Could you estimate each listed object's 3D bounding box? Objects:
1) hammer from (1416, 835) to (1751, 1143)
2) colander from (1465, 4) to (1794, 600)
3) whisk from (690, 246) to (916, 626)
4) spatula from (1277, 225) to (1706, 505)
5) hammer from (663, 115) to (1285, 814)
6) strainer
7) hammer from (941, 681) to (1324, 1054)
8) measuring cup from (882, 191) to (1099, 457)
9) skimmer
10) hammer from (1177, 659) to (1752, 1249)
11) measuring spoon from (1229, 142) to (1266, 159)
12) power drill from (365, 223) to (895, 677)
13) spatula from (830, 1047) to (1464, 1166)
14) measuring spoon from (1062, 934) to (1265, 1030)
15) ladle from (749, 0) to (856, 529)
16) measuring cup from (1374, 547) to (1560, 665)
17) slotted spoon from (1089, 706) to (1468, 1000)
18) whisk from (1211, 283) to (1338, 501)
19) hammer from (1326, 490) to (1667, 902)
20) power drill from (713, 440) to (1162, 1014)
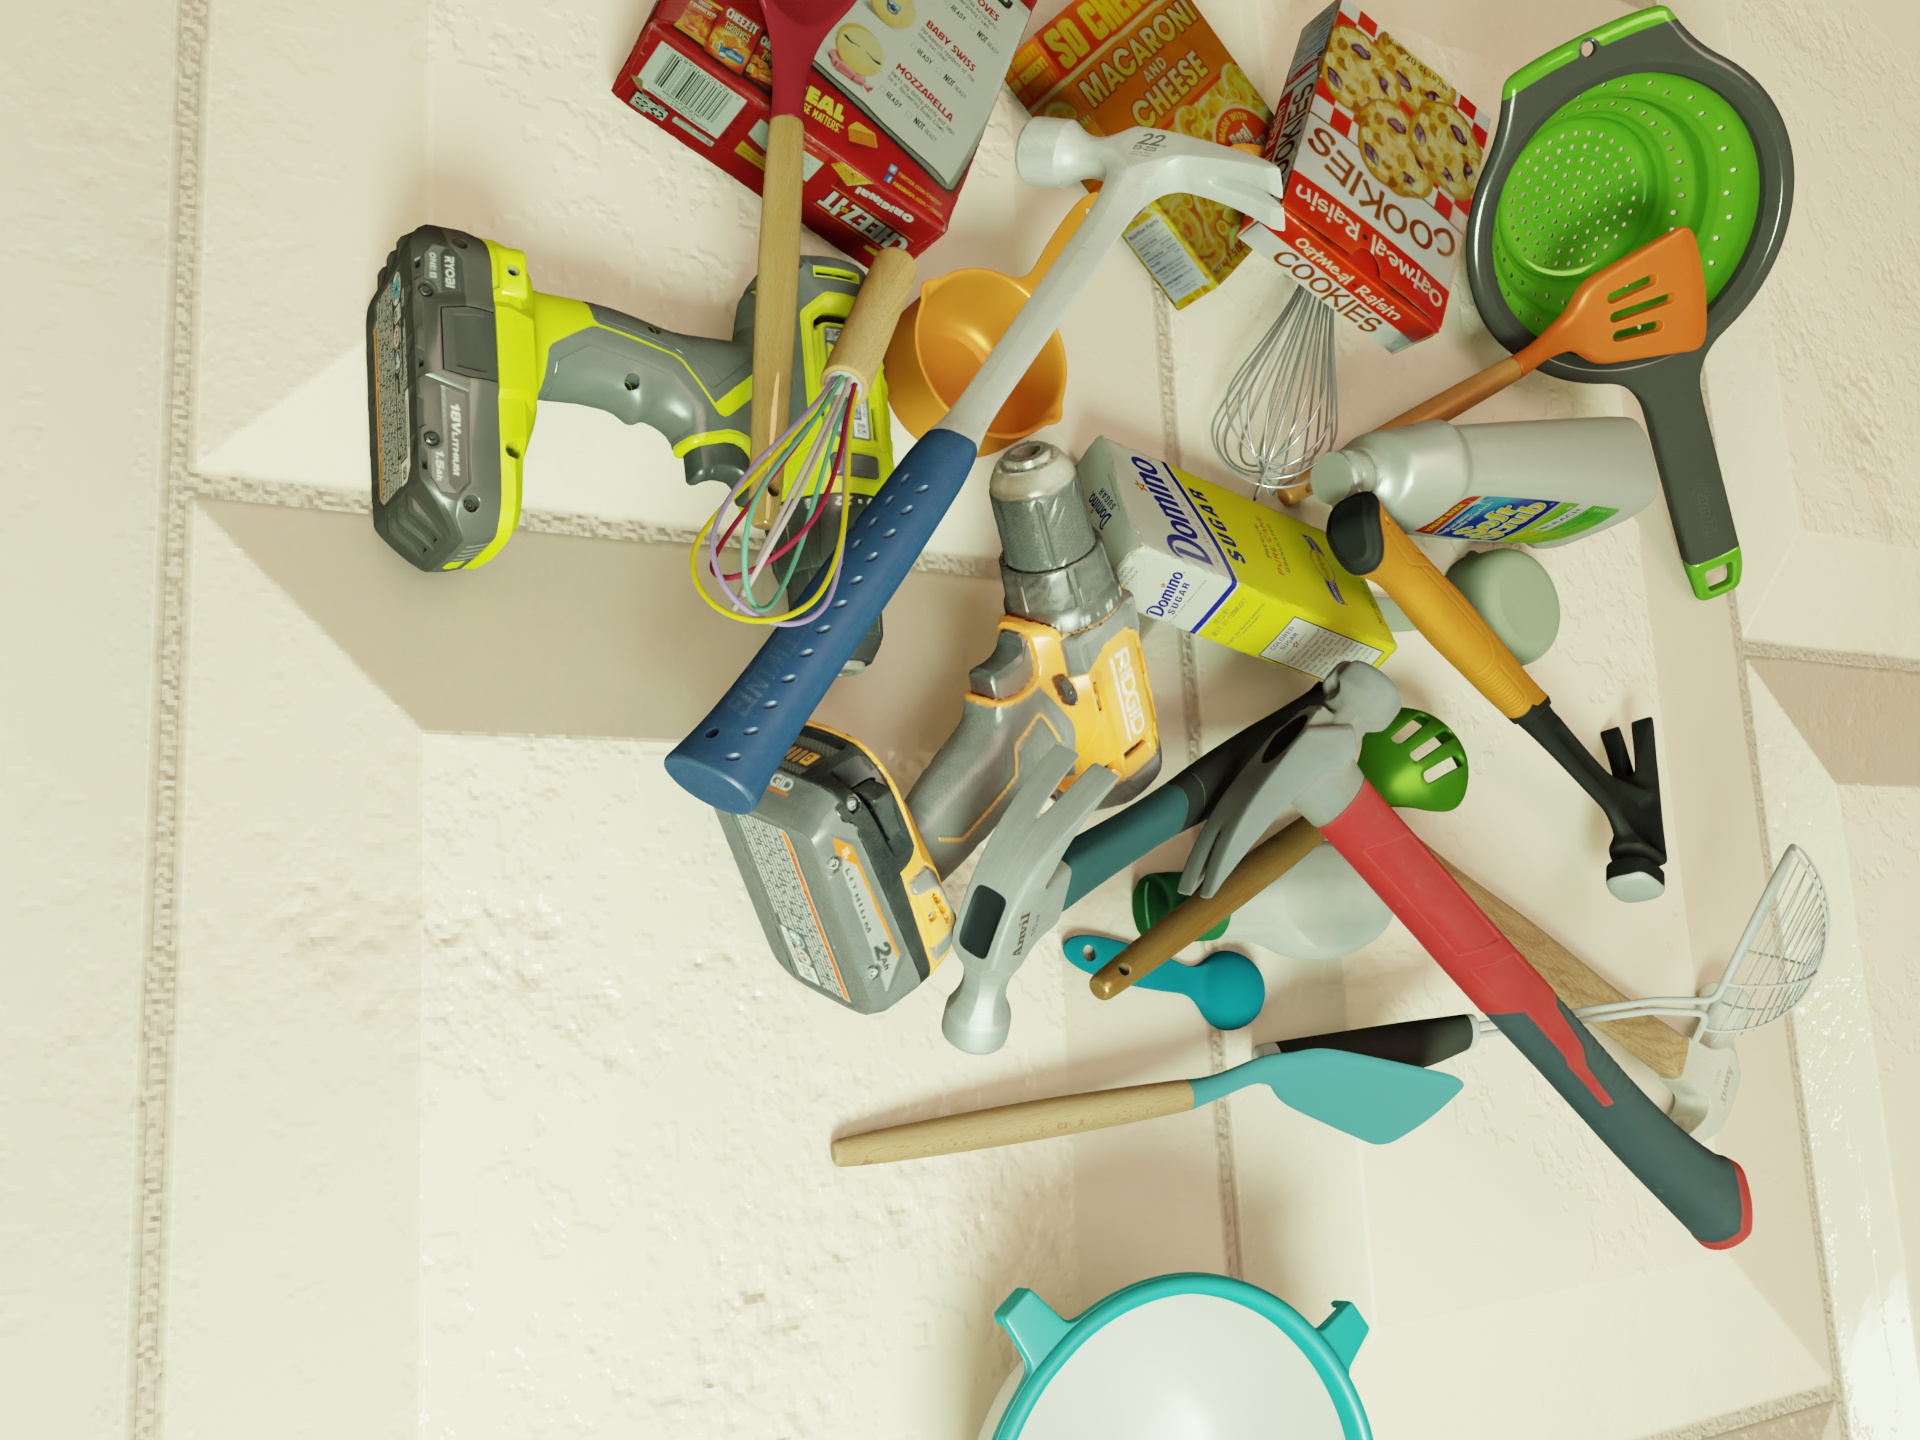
[{"bbox_3d":[0.357,0.154,0.954,0.331,0.031,0.130,34,65,-21],"label":"hammer"},{"bbox_3d":[0.445,-0.262,1.055,0.204,0.095,0.396,-24,116,8],"label":"colander"},{"bbox_3d":[-0.057,-0.127,0.656,0.245,0.047,0.051,-74,151,-42],"label":"whisk"},{"bbox_3d":[0.324,-0.203,0.963,0.322,0.041,0.081,-30,118,-18],"label":"spatula"},{"bbox_3d":[0.006,-0.127,0.690,0.406,0.144,0.035,-58,149,-26],"label":"hammer"},{"bbox_3d":[0.072,0.414,0.697,0.211,0.095,0.340,12,76,-26],"label":"strainer"},{"bbox_3d":[0.109,0.040,0.778,0.331,0.033,0.128,-25,134,-47],"label":"hammer"},{"bbox_3d":[0.023,-0.207,0.817,0.095,0.052,0.174,42,61,-17],"label":"measuring cup"},{"bbox_3d":[0.327,0.144,0.892,0.363,0.127,0.090,-6,40,-11],"label":"skimmer"},{"bbox_3d":[0.274,0.153,0.807,0.386,0.038,0.143,46,75,-15],"label":"hammer"},{"bbox_3d":[0.199,-0.320,0.919,0.117,0.011,0.021,-3,81,-34],"label":"measuring spoon"},{"bbox_3d":[-0.130,-0.116,0.693,0.228,0.080,0.191,1,80,-33],"label":"power drill"},{"bbox_3d":[0.091,0.194,0.767,0.317,0.082,0.044,-3,55,-23],"label":"spatula"},{"bbox_3d":[0.109,0.130,0.816,0.128,0.021,0.042,18,71,-28],"label":"measuring spoon"},{"bbox_3d":[-0.075,-0.236,0.692,0.069,0.031,0.315,9,78,-34],"label":"ladle"},{"bbox_3d":[0.299,-0.068,0.958,0.167,0.038,0.083,-3,82,-33],"label":"measuring cup"},{"bbox_3d":[0.175,0.064,0.823,0.314,0.031,0.070,-28,74,-36],"label":"slotted spoon"},{"bbox_3d":[0.208,-0.247,0.933,0.070,0.070,0.285,32,61,-22],"label":"whisk"},{"bbox_3d":[0.314,-0.026,0.910,0.336,0.034,0.127,37,49,-32],"label":"hammer"},{"bbox_3d":[-0.001,-0.002,0.712,0.226,0.084,0.185,-38,128,-31],"label":"power drill"}]
